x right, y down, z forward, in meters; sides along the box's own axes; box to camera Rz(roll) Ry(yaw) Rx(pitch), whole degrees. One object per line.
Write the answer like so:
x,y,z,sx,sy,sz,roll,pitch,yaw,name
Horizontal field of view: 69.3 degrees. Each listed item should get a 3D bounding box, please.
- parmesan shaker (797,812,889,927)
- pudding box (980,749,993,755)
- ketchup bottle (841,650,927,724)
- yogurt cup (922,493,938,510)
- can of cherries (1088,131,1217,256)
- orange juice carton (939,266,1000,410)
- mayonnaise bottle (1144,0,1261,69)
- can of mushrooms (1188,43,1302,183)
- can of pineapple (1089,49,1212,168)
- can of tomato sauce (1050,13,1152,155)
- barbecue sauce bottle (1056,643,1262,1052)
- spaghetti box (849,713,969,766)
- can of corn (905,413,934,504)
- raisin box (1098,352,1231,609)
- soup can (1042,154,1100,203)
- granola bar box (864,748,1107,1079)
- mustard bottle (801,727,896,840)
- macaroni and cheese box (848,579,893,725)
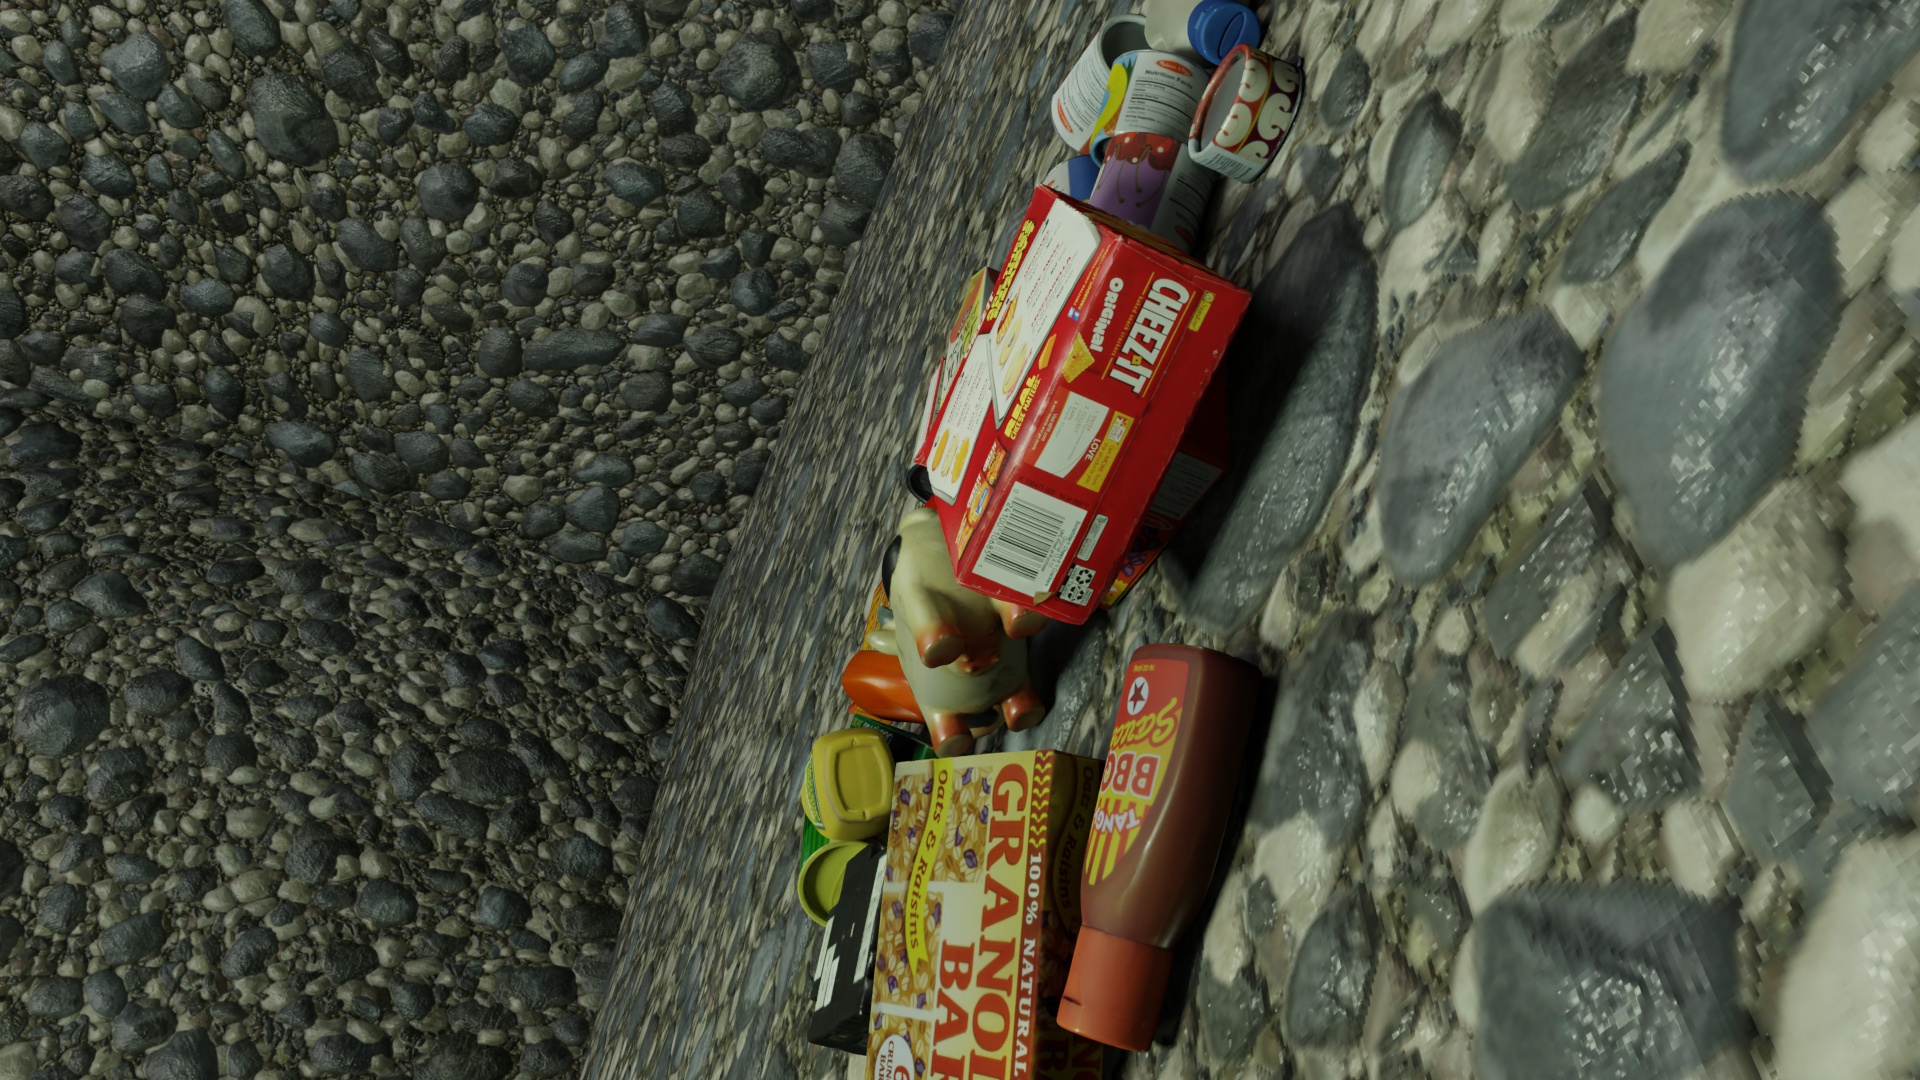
-0.074,0.213,0.950,0.103,0.071,0.071,-105,36,-75,parmesan shaker
0.020,0.153,0.728,0.084,0.030,0.049,-111,43,-71,pudding box
-0.029,0.101,0.948,0.043,0.064,0.148,-62,19,-16,ketchup bottle
0.003,-0.012,0.971,0.053,0.072,0.073,-57,17,20,yogurt cup
0.105,-0.194,0.797,0.071,0.071,0.058,180,109,-77,can of cherries
0.033,-0.127,0.997,0.194,0.072,0.072,-84,18,-45,orange juice carton
0.152,-0.326,0.868,0.149,0.041,0.064,-98,30,-62,mayonnaise bottle
0.152,-0.230,0.741,0.071,0.033,0.071,-159,88,-78,can of mushrooms
0.117,-0.257,0.852,0.071,0.071,0.058,157,131,-73,can of pineapple
0.111,-0.319,0.976,0.083,0.071,0.071,140,147,-65,can of tomato sauce
0.073,0.115,0.532,0.064,0.044,0.149,-18,54,68,barbecue sauce bottle
-0.032,0.143,0.914,0.250,0.050,0.029,170,120,-75,spaghetti box
-0.004,-0.063,1.074,0.070,0.071,0.058,126,160,-52,can of corn
0.089,-0.035,0.702,0.122,0.040,0.086,124,160,-45,raisin box
0.087,-0.196,0.888,0.084,0.071,0.071,-90,22,-44,soup can
0.011,0.176,0.589,0.124,0.039,0.166,-18,61,54,granola bar box
-0.073,0.157,0.867,0.159,0.049,0.065,126,136,-70,mustard bottle
-0.032,0.052,1.072,0.165,0.040,0.124,125,160,-49,macaroni and cheese box
